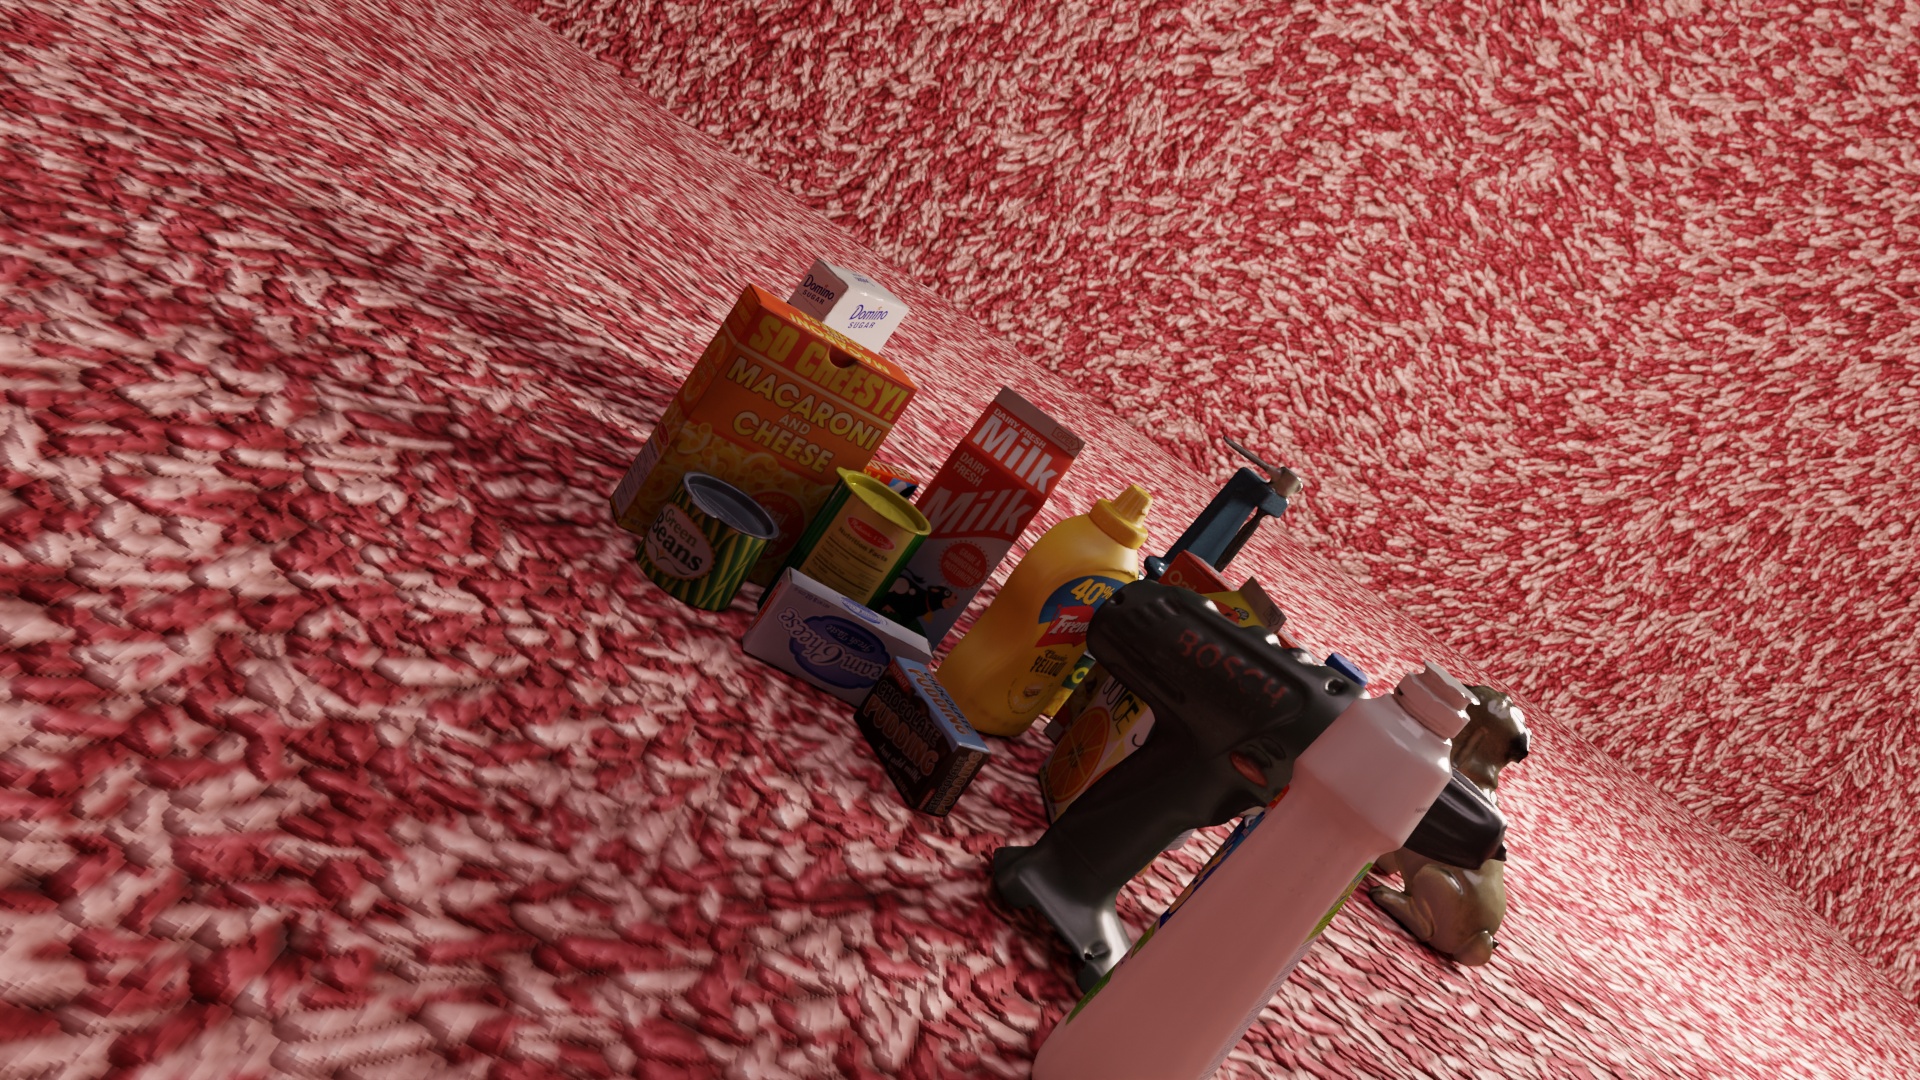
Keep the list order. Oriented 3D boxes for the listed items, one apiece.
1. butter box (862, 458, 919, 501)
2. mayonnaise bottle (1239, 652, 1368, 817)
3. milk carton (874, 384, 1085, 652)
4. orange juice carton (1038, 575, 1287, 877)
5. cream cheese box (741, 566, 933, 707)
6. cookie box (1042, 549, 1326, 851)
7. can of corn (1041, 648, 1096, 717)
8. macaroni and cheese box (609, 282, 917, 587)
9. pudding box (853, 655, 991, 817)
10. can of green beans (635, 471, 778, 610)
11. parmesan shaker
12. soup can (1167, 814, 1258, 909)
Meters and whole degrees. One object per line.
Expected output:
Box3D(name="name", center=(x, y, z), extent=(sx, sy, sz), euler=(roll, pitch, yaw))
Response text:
Box3D(name="butter box", center=(-0.085, -0.043, 1.139), extent=(0.103, 0.053, 0.024), euler=(18, 22, -50))
Box3D(name="mayonnaise bottle", center=(0.266, 0.157, 1.112), extent=(0.065, 0.147, 0.041), euler=(19, 22, -50))
Box3D(name="milk carton", center=(0.003, -0.012, 0.966), extent=(0.072, 0.190, 0.073), euler=(36, 14, 0))
Box3D(name="orange juice carton", center=(0.136, 0.109, 0.878), extent=(0.073, 0.192, 0.072), euler=(32, 14, -15))
Box3D(name="cream cheese box", center=(-0.073, 0.063, 0.829), extent=(0.104, 0.053, 0.024), euler=(29, 15, -23))
Box3D(name="cookie box", center=(0.153, 0.110, 0.962), extent=(0.123, 0.167, 0.040), euler=(44, 16, 31))
Box3D(name="can of corn", center=(0.069, 0.092, 1.048), extent=(0.071, 0.058, 0.071), euler=(33, 14, -9))
Box3D(name="macaroni and cheese box", center=(-0.123, -0.060, 0.878), extent=(0.123, 0.166, 0.040), euler=(26, 17, -34))
Box3D(name="pudding box", center=(-0.023, 0.111, 0.798), extent=(0.030, 0.049, 0.084), euler=(23, 19, -42))
Box3D(name="can of green beans", center=(-0.153, 0.001, 0.836), extent=(0.071, 0.057, 0.071), euler=(33, 14, -9))
Box3D(name="parmesan shaker", center=(-0.076, 0.014, 0.876), extent=(0.071, 0.103, 0.071), euler=(33, 14, -9))
Box3D(name="soup can", center=(0.170, 0.217, 0.831), extent=(0.071, 0.083, 0.071), euler=(33, 14, -9))
